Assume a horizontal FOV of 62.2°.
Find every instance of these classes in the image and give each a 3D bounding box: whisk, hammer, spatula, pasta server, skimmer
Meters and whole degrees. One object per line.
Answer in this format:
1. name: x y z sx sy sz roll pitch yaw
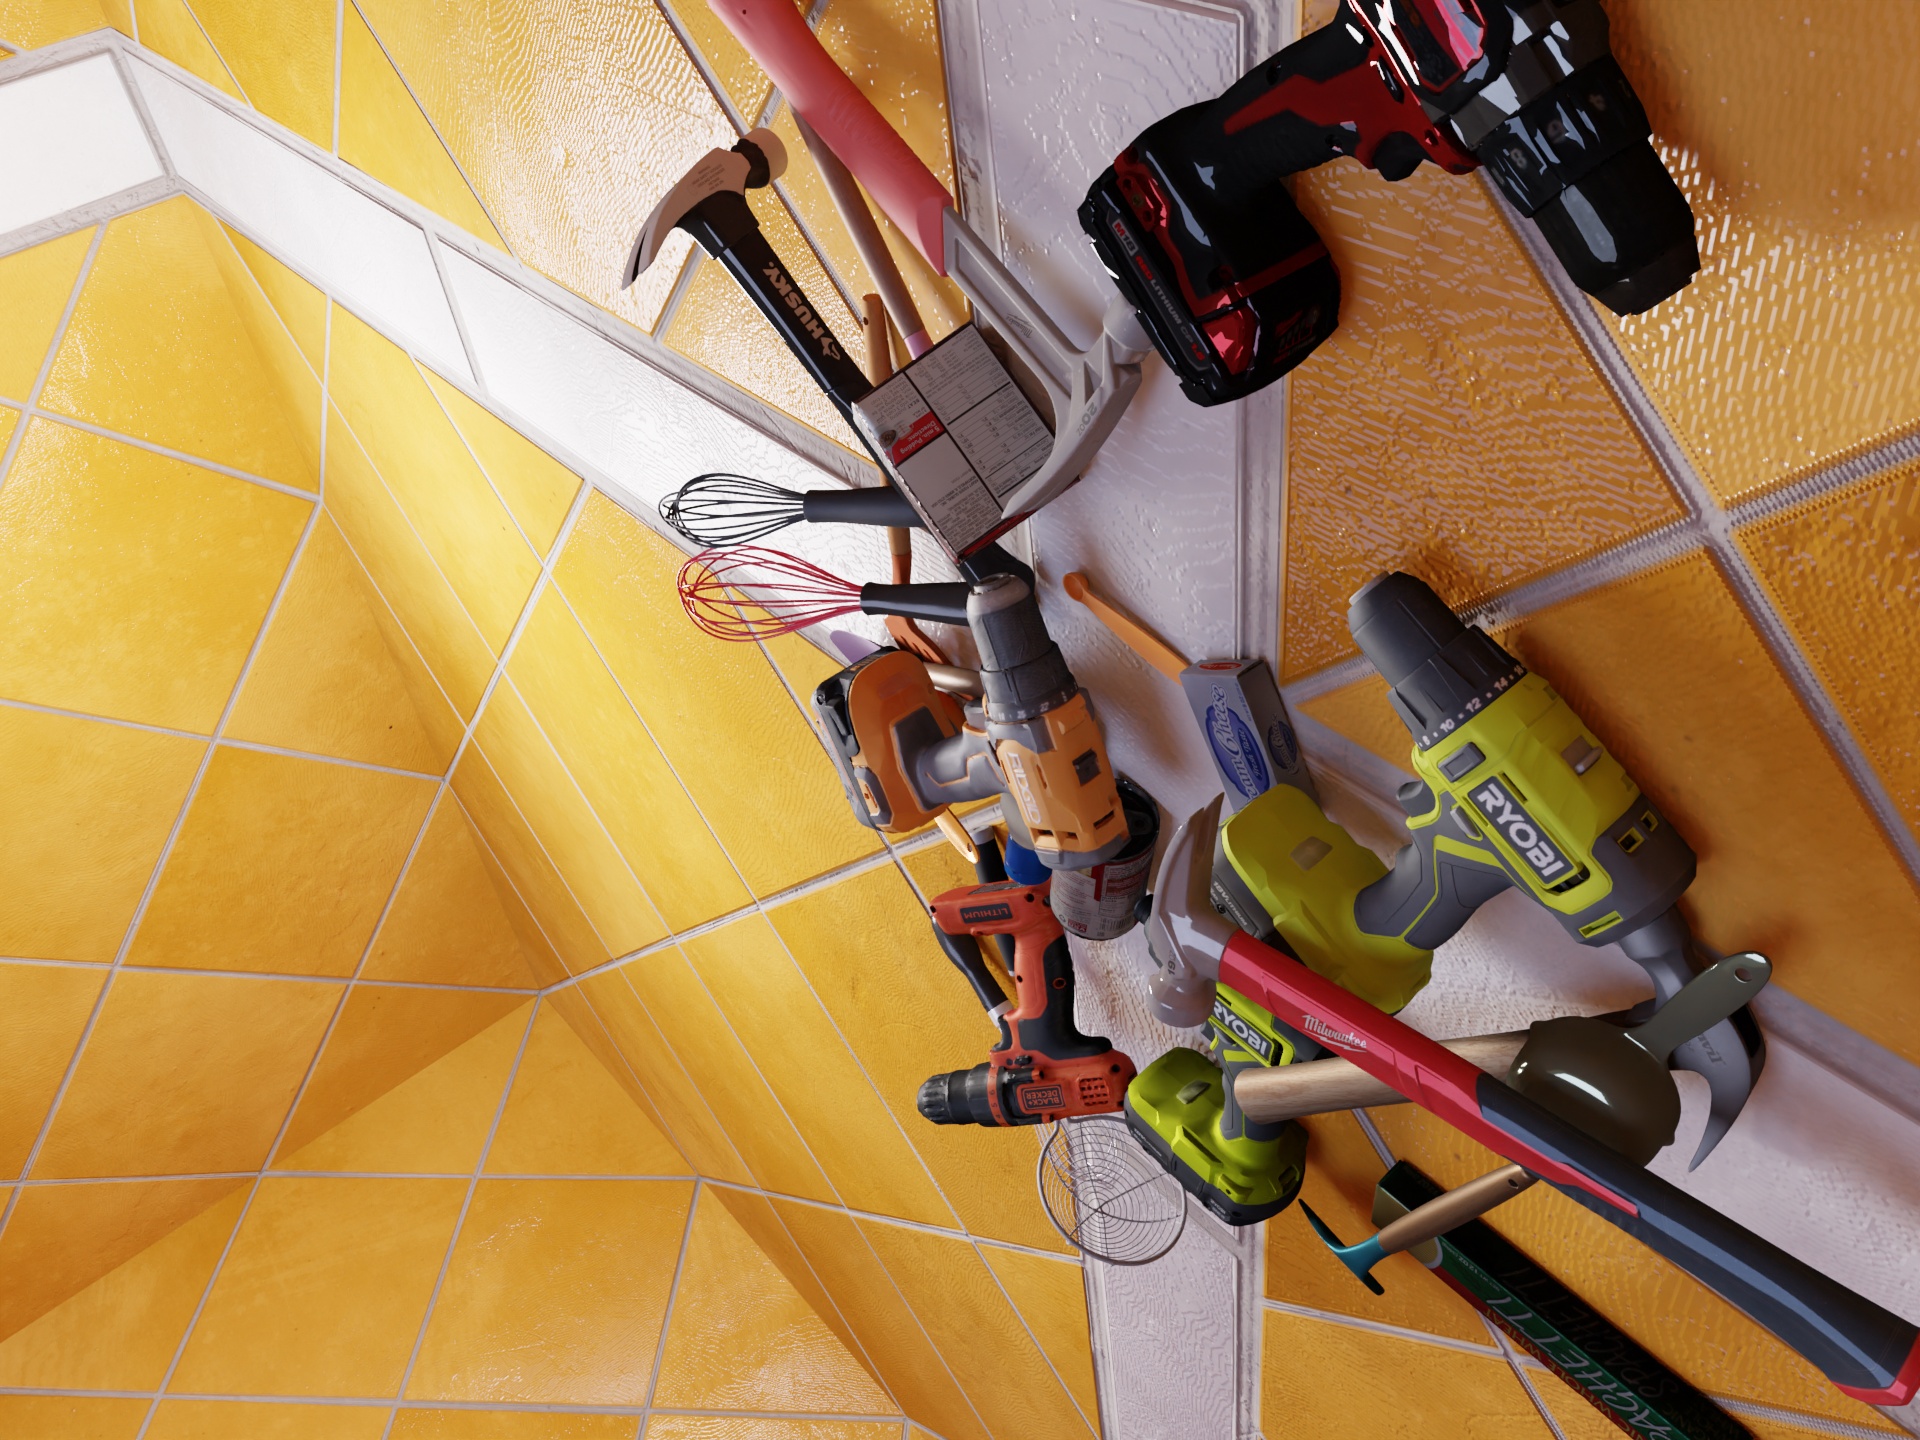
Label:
1. whisk: -0.080 -0.085 1.111 0.296 0.073 0.073 5 127 30
2. hammer: -0.065 -0.192 0.971 0.035 0.146 0.334 -21 113 49
3. spatula: -0.018 -0.034 1.139 0.059 0.018 0.316 48 164 -27
4. hammer: 0.269 0.187 0.853 0.130 0.031 0.331 57 143 -2
5. whisk: 0.054 0.284 1.389 0.285 0.070 0.070 57 155 12
6. hammer: 0.252 0.173 0.742 0.387 0.038 0.143 29 134 32
7. spatula: 0.277 0.303 0.968 0.082 0.044 0.317 48 153 15
8. whisk: -0.100 -0.143 1.079 0.239 0.055 0.055 3 128 23
9. spatula: -0.037 -0.143 1.102 0.081 0.041 0.322 32 141 39
10. pasta server: -0.040 -0.258 0.956 0.316 0.060 0.040 63 -176 -6
11. hammer: -0.033 -0.285 0.881 0.359 0.036 0.149 52 134 17
12. skimmer: 0.084 0.256 1.271 0.090 0.127 0.363 -5 104 55

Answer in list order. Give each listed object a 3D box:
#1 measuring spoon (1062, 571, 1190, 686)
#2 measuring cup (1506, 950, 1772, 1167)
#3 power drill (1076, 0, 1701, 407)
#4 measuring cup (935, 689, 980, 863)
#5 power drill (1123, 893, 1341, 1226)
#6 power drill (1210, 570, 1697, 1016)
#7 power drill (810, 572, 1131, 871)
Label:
1. measuring spoon: 0.107 -0.054 0.964 0.117 0.011 0.021 41 151 23
2. measuring cup: 0.310 0.156 0.726 0.083 0.038 0.167 43 143 17
3. power drill: 0.161 -0.206 0.621 0.188 0.080 0.226 57 152 -1
4. measuring cup: -0.008 0.044 1.182 0.174 0.052 0.095 52 141 41
5. power drill: 0.179 0.228 1.083 0.171 0.080 0.223 38 145 33
6. power drill: 0.217 0.048 0.787 0.190 0.080 0.228 51 145 9
7. power drill: -0.002 -0.003 1.019 0.226 0.084 0.185 4 120 52
